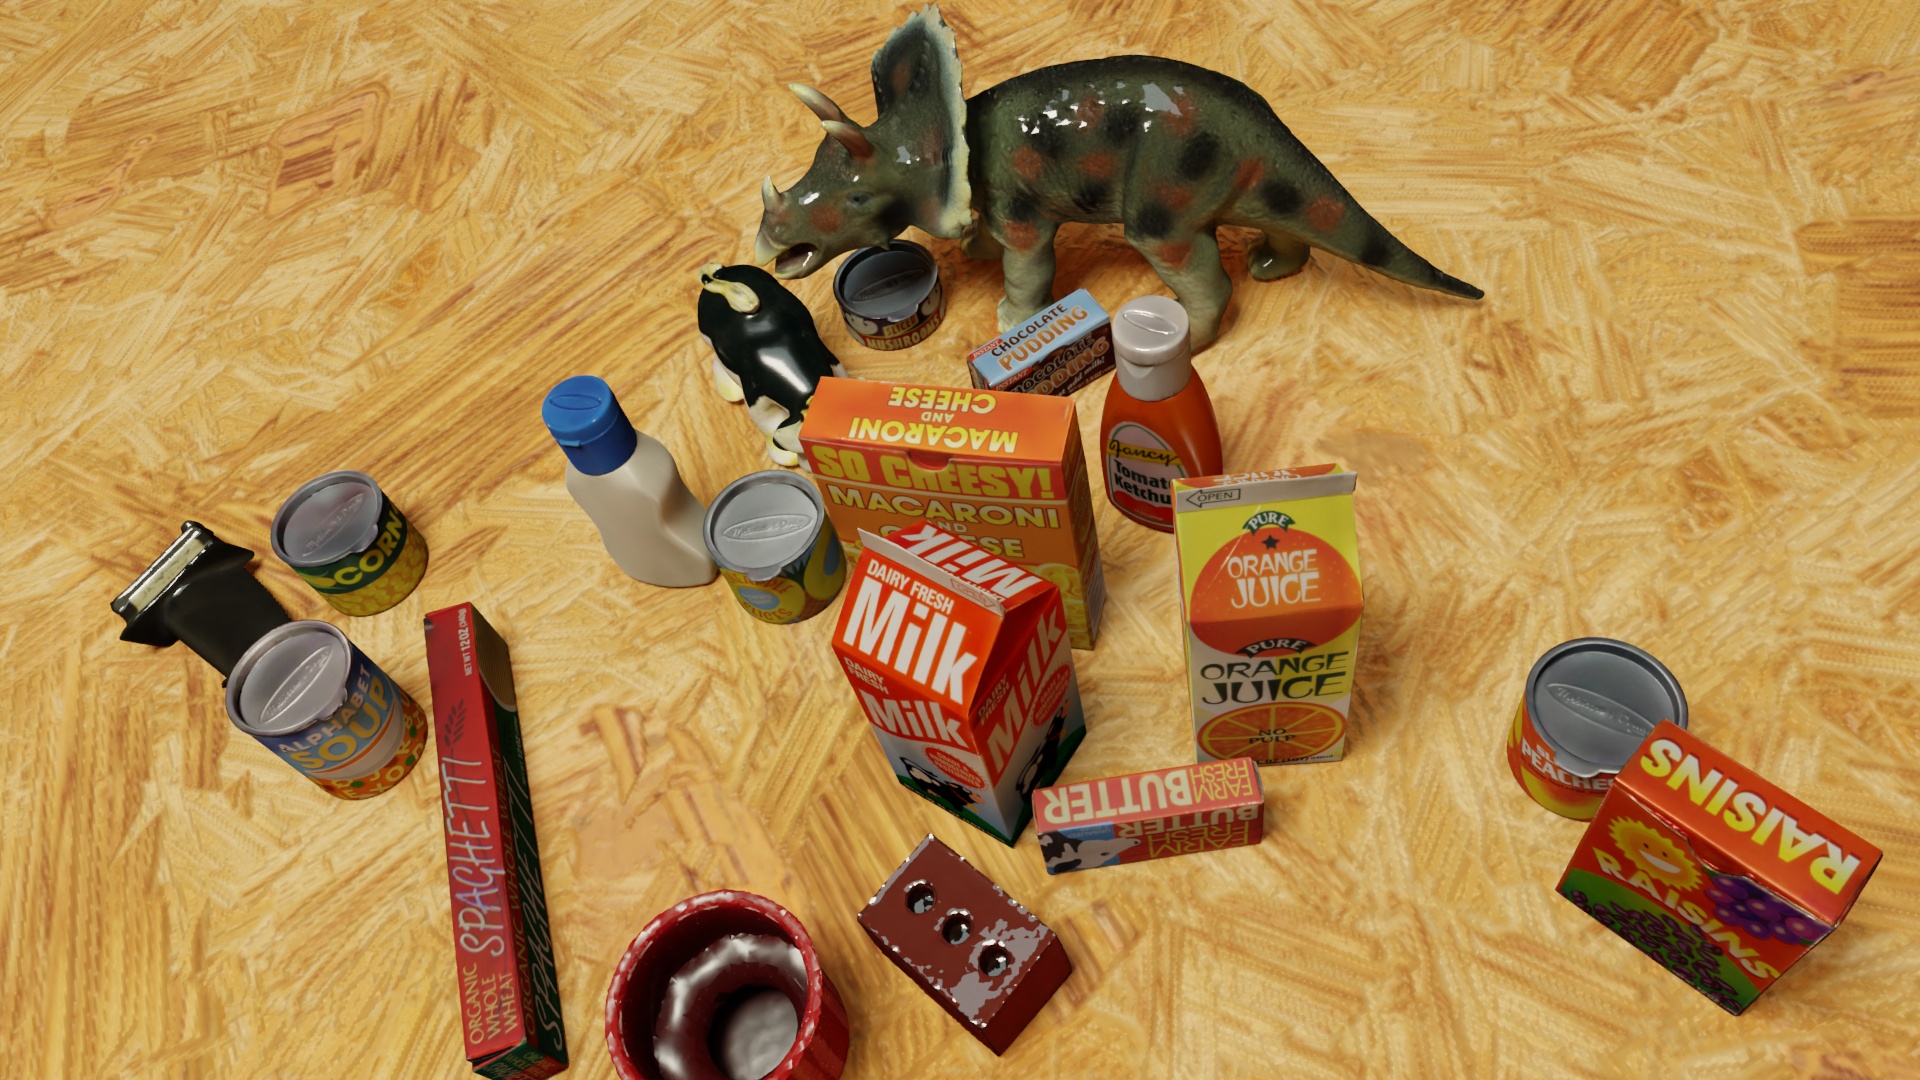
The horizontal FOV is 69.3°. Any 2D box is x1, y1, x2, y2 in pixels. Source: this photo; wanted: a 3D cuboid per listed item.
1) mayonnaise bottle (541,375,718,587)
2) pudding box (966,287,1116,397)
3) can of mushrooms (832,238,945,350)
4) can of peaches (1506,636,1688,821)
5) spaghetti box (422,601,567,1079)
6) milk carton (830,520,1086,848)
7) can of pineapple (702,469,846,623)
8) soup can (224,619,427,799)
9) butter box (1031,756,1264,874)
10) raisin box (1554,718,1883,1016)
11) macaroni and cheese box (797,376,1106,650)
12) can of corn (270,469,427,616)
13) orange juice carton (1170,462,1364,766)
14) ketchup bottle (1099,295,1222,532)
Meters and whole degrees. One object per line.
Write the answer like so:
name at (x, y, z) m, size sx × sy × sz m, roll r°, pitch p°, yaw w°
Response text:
mayonnaise bottle at (-0.176, -0.028, 0.740) m, size 0.065 × 0.147 × 0.041 m, roll 5°, pitch 58°, yaw 15°
pudding box at (0.048, -0.105, 0.807) m, size 0.084 × 0.049 × 0.030 m, roll -31°, pitch 57°, yaw -10°
can of mushrooms at (-0.043, -0.151, 0.865) m, size 0.071 × 0.033 × 0.071 m, roll -5°, pitch 56°, yaw 8°
can of peaches at (0.284, 0.088, 0.627) m, size 0.071 × 0.057 × 0.071 m, roll -5°, pitch 56°, yaw 8°
spaghetti box at (-0.235, 0.144, 0.695) m, size 0.029 × 0.050 × 0.251 m, roll -20°, pitch 55°, yaw -2°
milk carton at (0.002, 0.059, 0.621) m, size 0.072 × 0.189 × 0.074 m, roll 25°, pitch 65°, yaw 25°
can of pineapple at (-0.100, 0.006, 0.757) m, size 0.071 × 0.057 × 0.071 m, roll -5°, pitch 56°, yaw 8°
soup can at (-0.328, 0.092, 0.728) m, size 0.071 × 0.083 × 0.072 m, roll -5°, pitch 56°, yaw 8°
butter box at (0.087, 0.128, 0.641) m, size 0.103 × 0.053 × 0.024 m, roll -10°, pitch 56°, yaw 5°
raisin box at (0.295, 0.133, 0.554) m, size 0.040 × 0.122 × 0.086 m, roll -43°, pitch 59°, yaw -17°
macaroni and cheese box at (0.002, -0.009, 0.680) m, size 0.124 × 0.165 × 0.040 m, roll 6°, pitch 59°, yaw 15°
can of corn at (-0.352, 0.003, 0.807) m, size 0.071 × 0.058 × 0.071 m, roll -5°, pitch 56°, yaw 8°
orange juice carton at (0.134, 0.029, 0.614) m, size 0.072 × 0.191 × 0.073 m, roll -6°, pitch 56°, yaw 8°
ketchup bottle at (0.101, -0.063, 0.708) m, size 0.065 × 0.148 × 0.044 m, roll 20°, pitch 63°, yaw 23°
